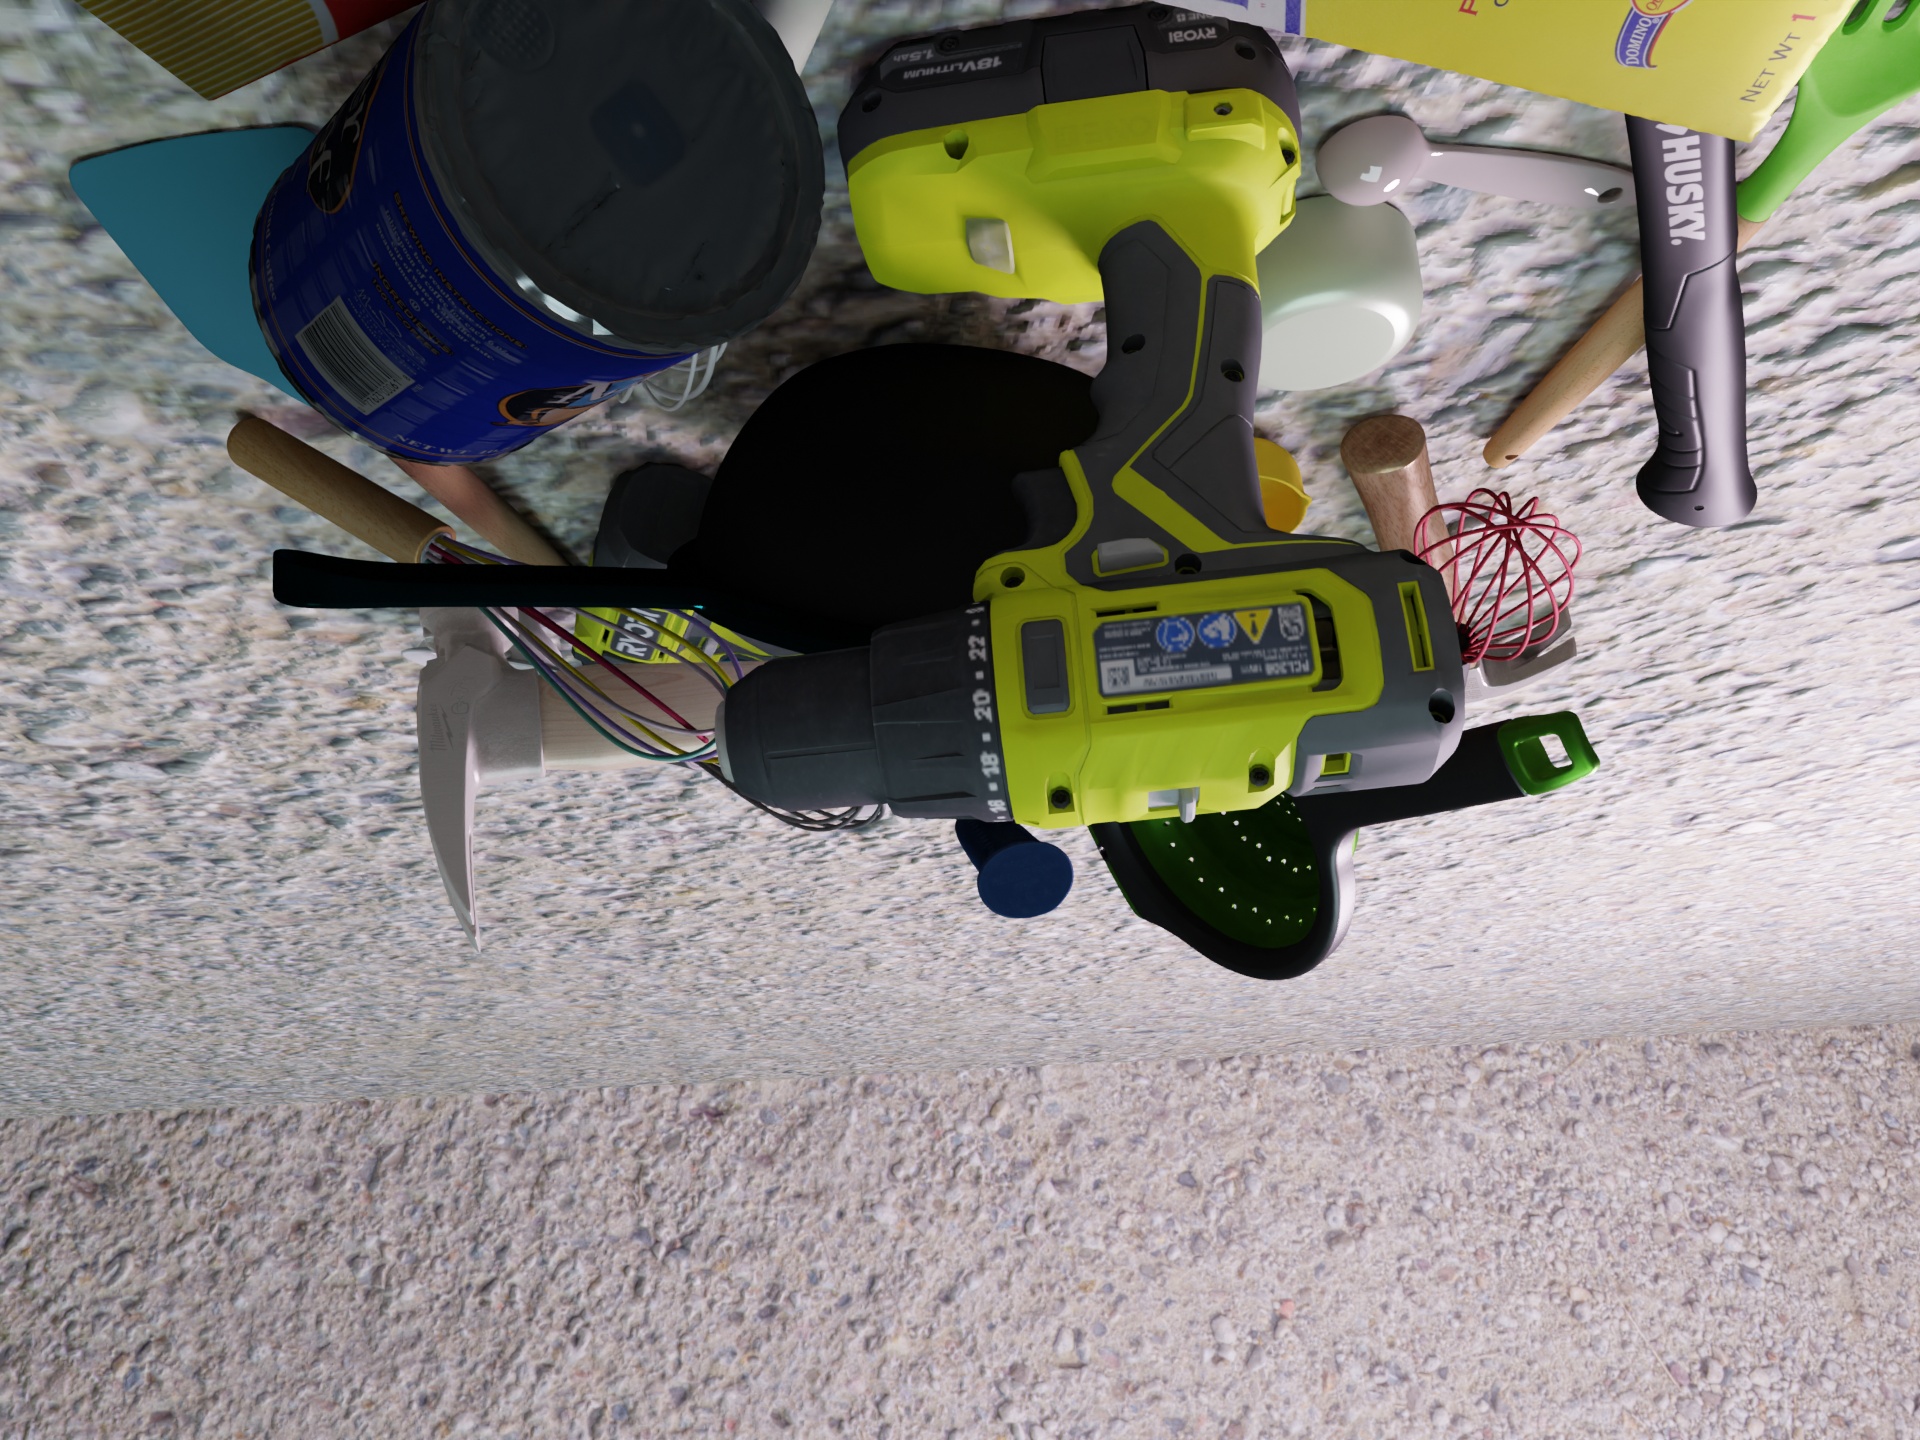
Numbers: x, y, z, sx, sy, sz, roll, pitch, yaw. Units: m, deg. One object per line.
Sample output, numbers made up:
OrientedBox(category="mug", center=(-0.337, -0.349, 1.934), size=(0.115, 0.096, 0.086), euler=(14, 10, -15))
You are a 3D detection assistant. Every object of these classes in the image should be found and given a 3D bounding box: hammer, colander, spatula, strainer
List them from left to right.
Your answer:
OrientedBox(category="spatula", center=(-0.209, -0.113, 0.620), size=(0.082, 0.044, 0.317), euler=(-7, 165, 6))
OrientedBox(category="strainer", center=(-0.238, -0.018, 0.850), size=(0.087, 0.050, 0.258), euler=(8, 165, -5))
OrientedBox(category="strainer", center=(-0.051, -0.082, 0.540), size=(0.340, 0.095, 0.211), euler=(-3, -160, -33))
OrientedBox(category="hammer", center=(-0.001, -0.002, 0.634), size=(0.410, 0.146, 0.038), euler=(-5, 148, -12))
OrientedBox(category="hammer", center=(0.015, 0.055, 0.890), size=(0.144, 0.035, 0.405), euler=(-5, -176, -5))
OrientedBox(category="colander", center=(0.214, 0.032, 0.897), size=(0.094, 0.204, 0.397), euler=(-29, -177, -29))
OrientedBox(category="hammer", center=(0.242, -0.069, 0.814), size=(0.130, 0.031, 0.331), euler=(-11, 159, 19))
OrientedBox(category="hammer", center=(0.246, -0.148, 0.522), size=(0.146, 0.035, 0.334), euler=(0, 160, 27))

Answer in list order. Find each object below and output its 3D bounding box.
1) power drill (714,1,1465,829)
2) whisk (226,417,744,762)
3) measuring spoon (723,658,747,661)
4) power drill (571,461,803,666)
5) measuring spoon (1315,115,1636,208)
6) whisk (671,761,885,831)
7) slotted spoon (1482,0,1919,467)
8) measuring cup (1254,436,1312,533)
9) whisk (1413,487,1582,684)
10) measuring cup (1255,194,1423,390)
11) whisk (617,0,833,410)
OrientedBox(category="power drill", center=(0.025, -0.080, 0.449), size=(0.190, 0.229, 0.080), euler=(-6, 160, 5))
OrientedBox(category="whisk", center=(-0.179, -0.049, 0.591), size=(0.245, 0.051, 0.047), euler=(29, 161, 15))
OrientedBox(category="measuring spoon", center=(-0.157, -0.033, 0.867), size=(0.128, 0.021, 0.042), euler=(-1, 163, 20))
OrientedBox(category="power drill", center=(-0.068, -0.033, 0.752), size=(0.223, 0.080, 0.171), euler=(16, 154, -14))
OrientedBox(category="measuring spoon", center=(0.176, -0.176, 0.525), size=(0.124, 0.018, 0.034), euler=(1, 159, -17))
OrientedBox(category="whisk", center=(-0.122, 0.010, 0.724), size=(0.239, 0.055, 0.055), euler=(9, 172, 39))
OrientedBox(category="slotted spoon", center=(0.260, -0.166, 0.559), size=(0.070, 0.031, 0.313), euler=(2, 161, -9))
OrientedBox(category="measuring cup", center=(0.104, -0.124, 0.659), size=(0.062, 0.029, 0.156), euler=(-11, 147, 18))
OrientedBox(category="whisk", center=(0.242, -0.042, 0.768), size=(0.073, 0.073, 0.295), euler=(-7, 166, 8))
OrientedBox(category="measuring cup", center=(0.083, -0.147, 0.553), size=(0.167, 0.038, 0.083), euler=(0, 160, -16))
OrientedBox(category="whisk", center=(-0.070, -0.169, 0.469), size=(0.059, 0.058, 0.246), euler=(-33, 174, -33))
